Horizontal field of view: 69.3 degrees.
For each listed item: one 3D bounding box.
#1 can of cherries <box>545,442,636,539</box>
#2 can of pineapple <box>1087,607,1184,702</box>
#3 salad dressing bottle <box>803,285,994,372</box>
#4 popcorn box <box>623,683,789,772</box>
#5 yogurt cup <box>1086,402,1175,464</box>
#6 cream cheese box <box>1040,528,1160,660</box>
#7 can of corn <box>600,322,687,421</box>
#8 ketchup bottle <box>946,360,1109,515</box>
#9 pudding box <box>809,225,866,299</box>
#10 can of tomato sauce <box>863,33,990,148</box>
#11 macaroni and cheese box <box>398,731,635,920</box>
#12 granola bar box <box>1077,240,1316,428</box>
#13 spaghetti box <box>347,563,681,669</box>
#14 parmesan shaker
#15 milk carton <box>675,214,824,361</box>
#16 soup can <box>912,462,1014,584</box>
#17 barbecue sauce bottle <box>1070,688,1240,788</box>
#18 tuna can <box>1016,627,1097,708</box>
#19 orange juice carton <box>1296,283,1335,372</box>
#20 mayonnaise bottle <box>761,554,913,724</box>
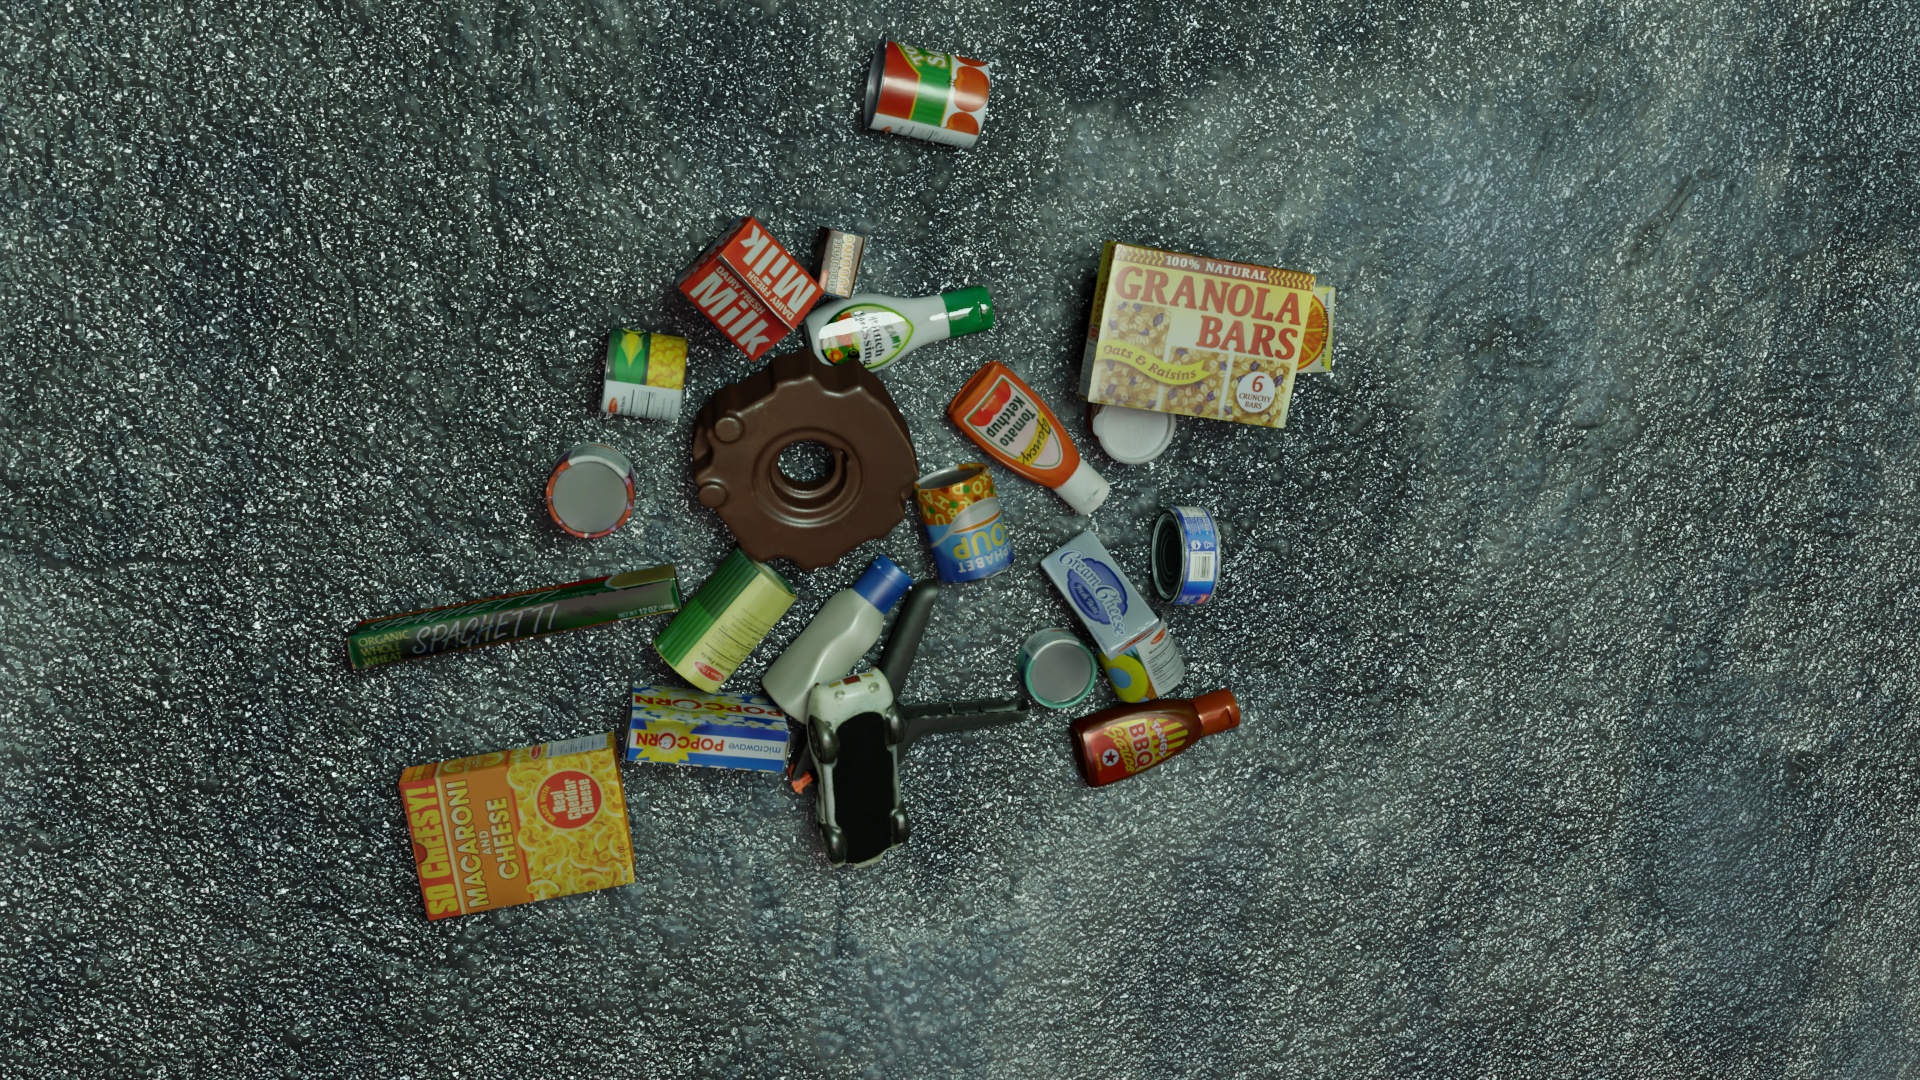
[{"bbox_3d":[-0.286,-0.036,1.076,0.071,0.058,0.071,-3,104,-13],"label":"can of cherries"},{"bbox_3d":[0.154,0.100,1.212,0.071,0.071,0.057,-27,109,-5],"label":"can of pineapple"},{"bbox_3d":[-0.048,-0.171,1.106,0.148,0.044,0.064,-14,109,-10],"label":"salad dressing bottle"},{"bbox_3d":[-0.206,0.152,1.127,0.127,0.085,0.038,7,101,-14],"label":"popcorn box"},{"bbox_3d":[0.139,-0.102,1.163,0.072,0.054,0.072,-3,105,-13],"label":"yogurt cup"},{"bbox_3d":[0.118,0.045,1.178,0.053,0.024,0.104,-34,66,-2],"label":"cream cheese box"},{"bbox_3d":[-0.242,-0.129,1.061,0.058,0.071,0.071,7,102,-15],"label":"can of corn"},{"bbox_3d":[0.061,-0.080,1.156,0.148,0.043,0.064,40,92,-19],"label":"ketchup bottle"},{"bbox_3d":[-0.095,-0.213,1.064,0.030,0.084,0.049,11,102,-13],"label":"pudding box"},{"bbox_3d":[-0.026,-0.341,1.058,0.083,0.071,0.071,7,102,-16],"label":"can of tomato sauce"},{"bbox_3d":[-0.359,0.233,1.135,0.167,0.040,0.123,-9,105,-11],"label":"macaroni and cheese box"},{"bbox_3d":[0.183,-0.160,1.089,0.166,0.039,0.124,6,102,-13],"label":"granola bar box"},{"bbox_3d":[-0.346,0.059,1.090,0.250,0.050,0.028,-10,104,-10],"label":"spaghetti box"},{"bbox_3d":[-0.187,0.064,1.122,0.071,0.071,0.103,41,91,-19],"label":"parmesan shaker"},{"bbox_3d":[-0.154,-0.184,1.001,0.073,0.191,0.072,-45,109,1],"label":"milk carton"},{"bbox_3d":[0.004,-0.014,1.143,0.071,0.071,0.083,-19,107,-8],"label":"soup can"},{"bbox_3d":[0.176,0.171,1.245,0.149,0.044,0.064,-16,106,-9],"label":"barbecue sauce bottle"},{"bbox_3d":[0.085,0.114,1.215,0.071,0.033,0.071,-3,104,-12],"label":"tuna can"},{"bbox_3d":[0.204,-0.176,1.150,0.193,0.073,0.071,-3,105,-12],"label":"orange juice carton"},{"bbox_3d":[-0.099,0.079,1.148,0.148,0.065,0.041,-49,127,-2],"label":"mayonnaise bottle"}]
